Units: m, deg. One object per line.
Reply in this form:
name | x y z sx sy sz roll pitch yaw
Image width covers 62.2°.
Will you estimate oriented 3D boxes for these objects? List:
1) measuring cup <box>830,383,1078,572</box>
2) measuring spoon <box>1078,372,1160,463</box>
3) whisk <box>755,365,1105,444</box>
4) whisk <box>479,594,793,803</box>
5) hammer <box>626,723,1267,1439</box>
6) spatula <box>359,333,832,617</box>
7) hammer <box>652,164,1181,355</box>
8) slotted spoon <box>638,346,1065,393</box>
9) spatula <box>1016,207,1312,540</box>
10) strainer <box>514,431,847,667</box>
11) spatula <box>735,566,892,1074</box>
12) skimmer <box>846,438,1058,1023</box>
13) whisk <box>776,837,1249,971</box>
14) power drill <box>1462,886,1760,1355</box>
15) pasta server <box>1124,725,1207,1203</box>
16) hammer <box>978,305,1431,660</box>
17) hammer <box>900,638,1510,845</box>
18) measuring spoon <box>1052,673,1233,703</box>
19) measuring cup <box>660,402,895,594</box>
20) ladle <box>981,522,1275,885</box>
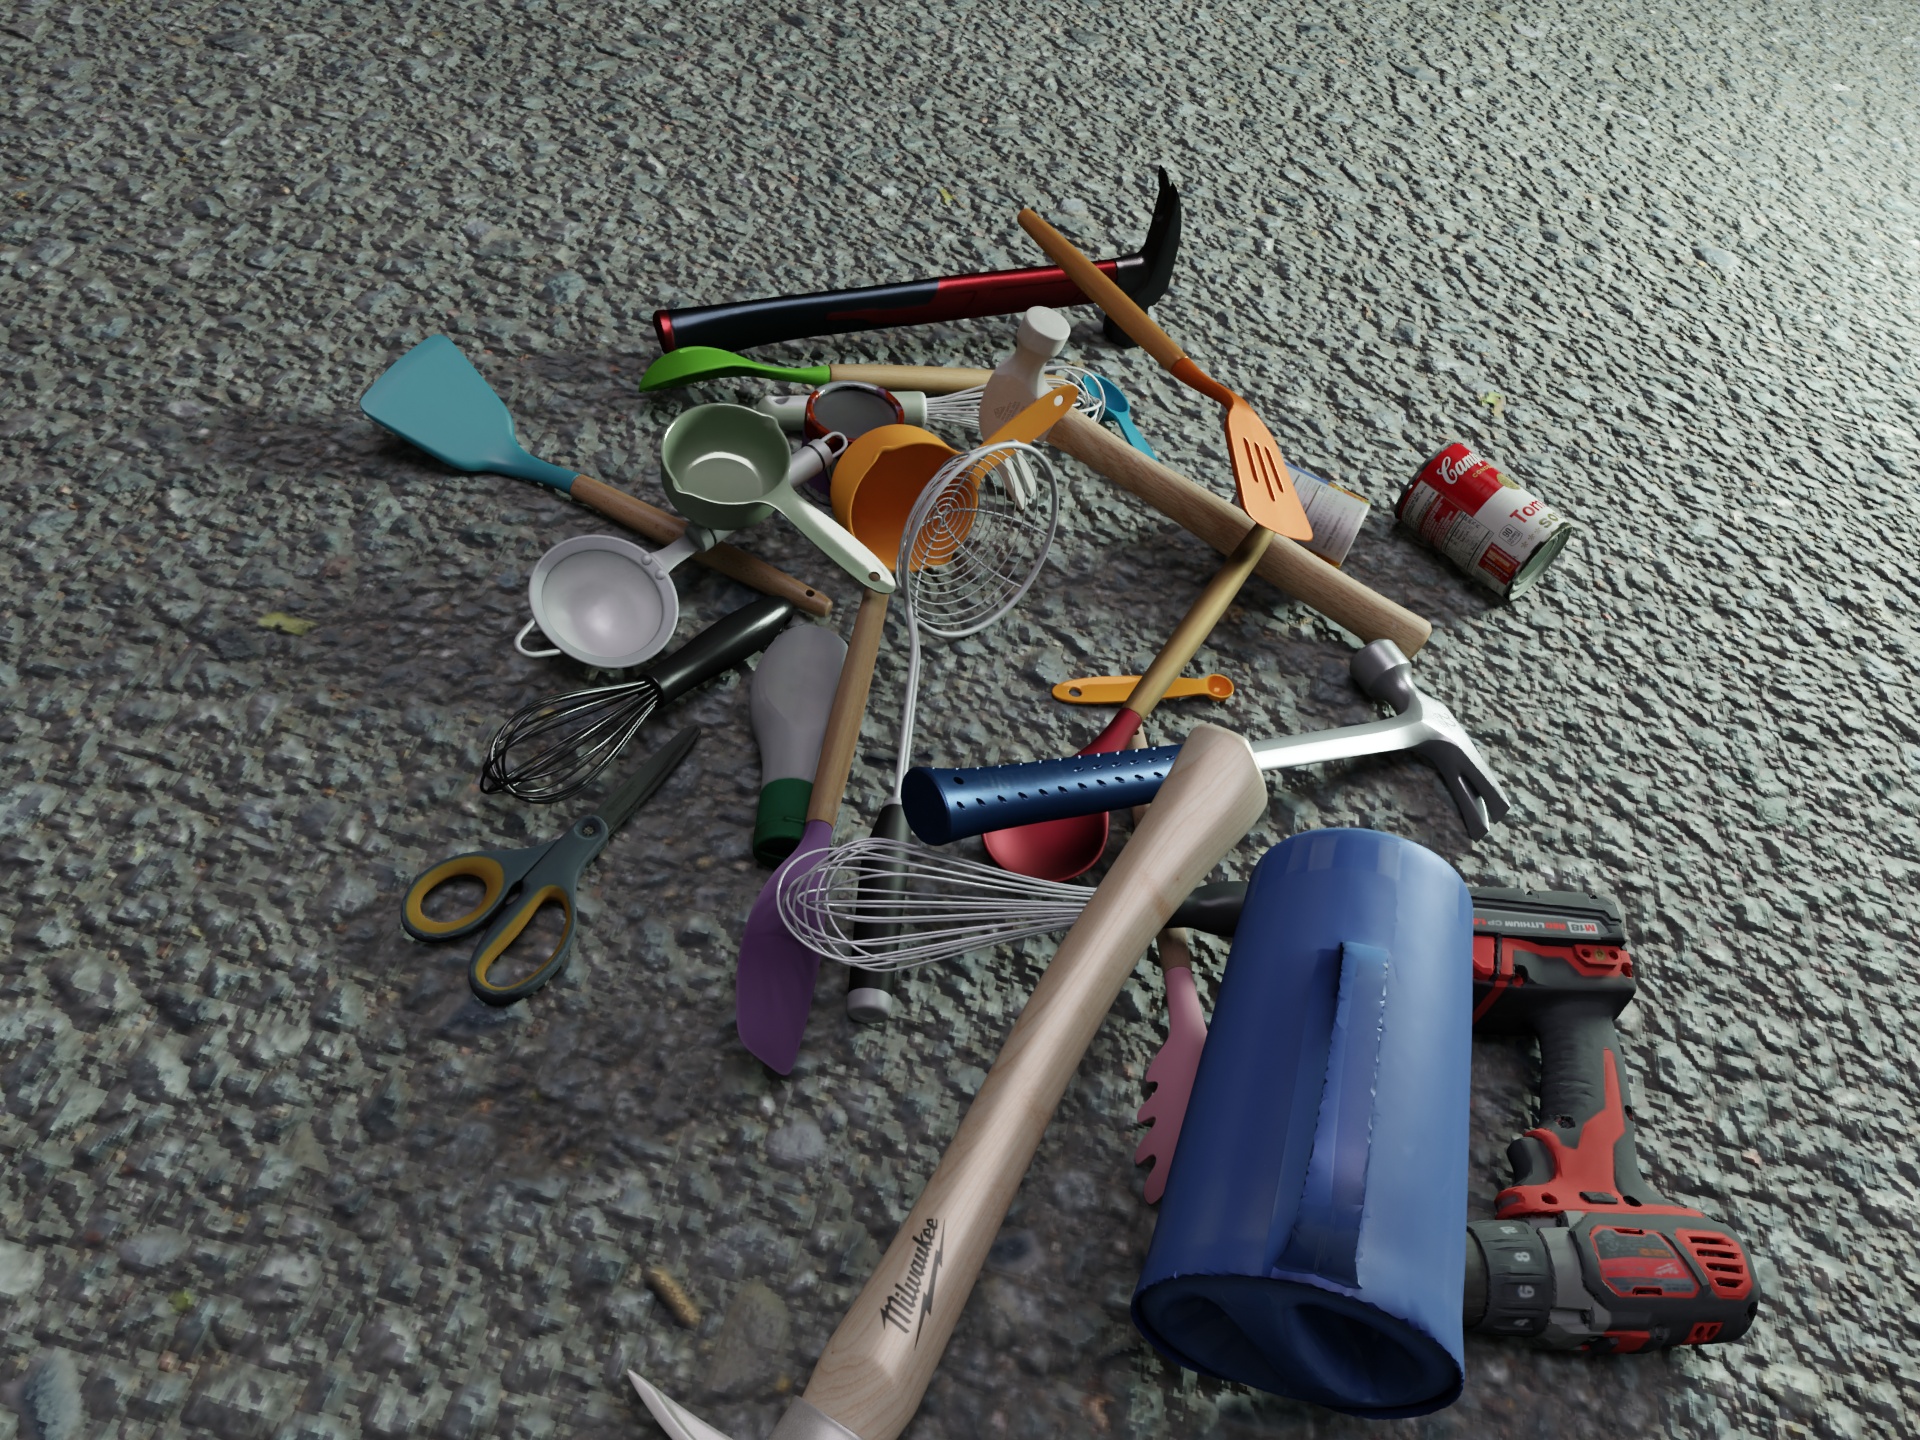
measuring cup | -0.005 -0.168 1.012 0.173 0.095 0.052 -36 37 -5
measuring spoon | 0.119 -0.198 1.146 0.042 0.021 0.129 -1 55 -44
whisk | -0.019 -0.218 1.108 0.246 0.059 0.058 -3 33 -10
whisk | -0.173 -0.019 0.891 0.055 0.055 0.239 35 43 17
hammer | 0.021 0.161 0.721 0.146 0.038 0.411 28 64 12
spatula | -0.220 -0.143 0.997 0.317 0.044 0.082 26 55 9
hammer | -0.026 -0.313 1.140 0.386 0.143 0.038 -11 56 -17
slotted spoon | -0.070 -0.242 1.122 0.313 0.070 0.031 -3 95 -21
spatula | 0.122 -0.235 1.029 0.081 0.041 0.323 7 38 -49
strainer | -0.162 -0.105 0.955 0.258 0.050 0.087 -40 87 -26
spatula | -0.071 0.034 0.841 0.018 0.059 0.316 -14 46 29
skimmer | -0.001 -0.003 0.891 0.090 0.127 0.364 -5 53 16
whisk | 0.047 0.095 0.802 0.284 0.070 0.070 3 48 -19
power drill | 0.273 0.198 0.793 0.188 0.080 0.227 4 52 -9
pasta server | 0.111 0.119 0.857 0.060 0.040 0.317 5 45 -9
hammer | 0.159 -0.134 1.046 0.331 0.130 0.031 32 47 1
hammer | 0.147 0.027 0.881 0.405 0.035 0.144 -7 51 -36
measuring spoon | 0.113 -0.017 0.989 0.117 0.011 0.021 -2 50 -10
measuring cup | -0.105 -0.119 0.934 0.167 0.038 0.083 40 59 9
ladle | 0.113 -0.022 0.937 0.069 0.031 0.315 33 64 12
